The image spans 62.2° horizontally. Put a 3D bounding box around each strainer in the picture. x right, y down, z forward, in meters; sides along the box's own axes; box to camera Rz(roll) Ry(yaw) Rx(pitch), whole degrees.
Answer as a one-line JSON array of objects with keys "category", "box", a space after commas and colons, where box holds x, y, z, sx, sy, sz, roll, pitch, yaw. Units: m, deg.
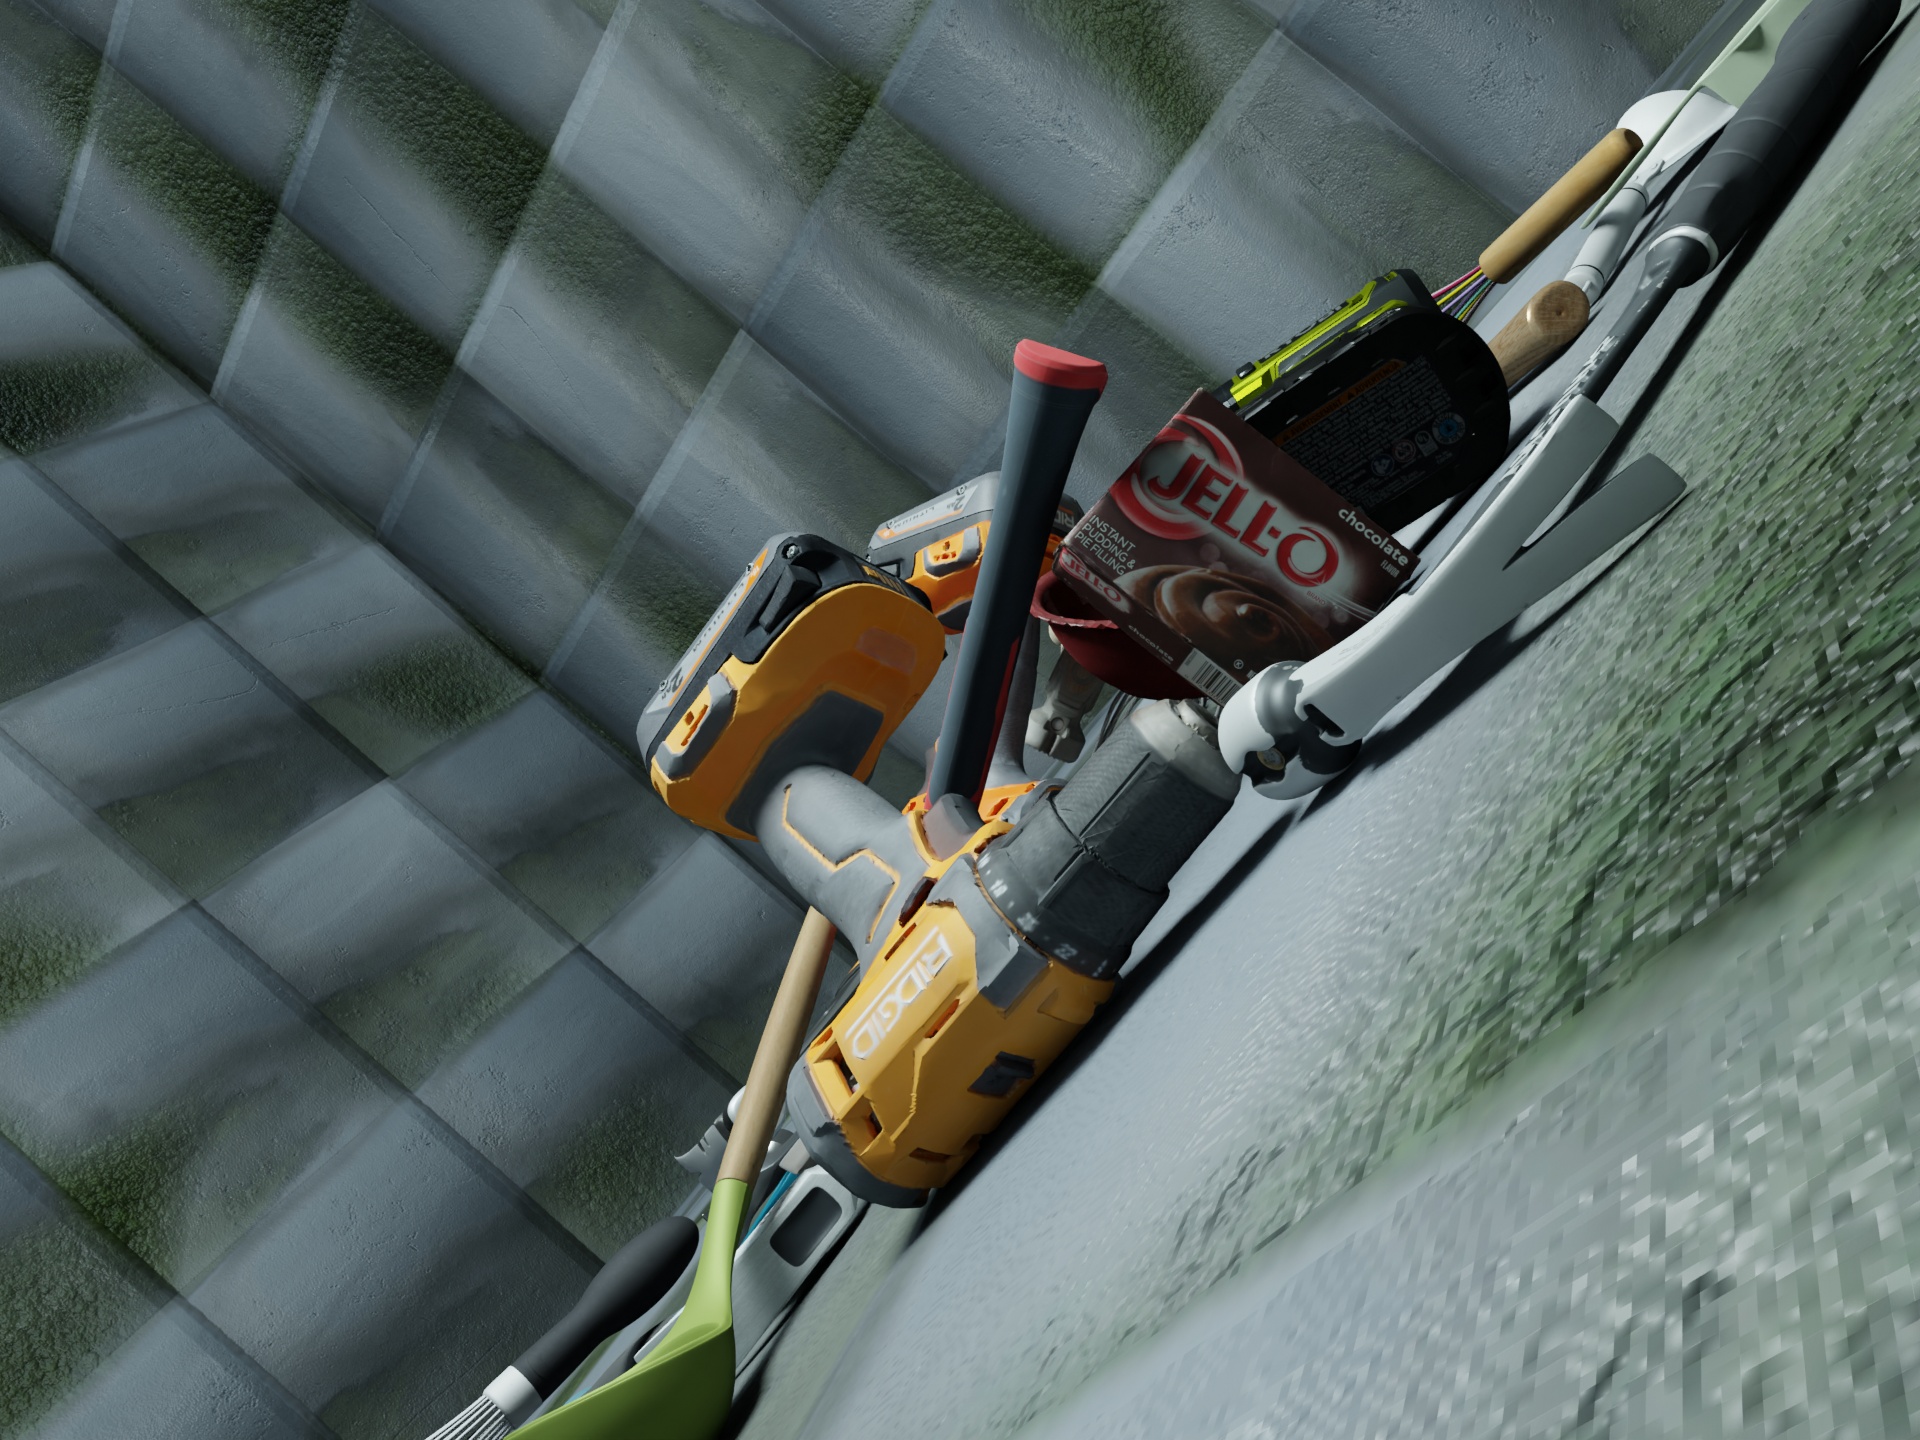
[{"category": "strainer", "box": [0.361, -0.284, 0.854, 0.087, 0.050, 0.258, -29, 18, 51]}]

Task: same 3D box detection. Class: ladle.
[{"category": "ladle", "box": [-0.091, 0.157, 0.627, 0.078, 0.062, 0.320, -36, 21, 28]}]

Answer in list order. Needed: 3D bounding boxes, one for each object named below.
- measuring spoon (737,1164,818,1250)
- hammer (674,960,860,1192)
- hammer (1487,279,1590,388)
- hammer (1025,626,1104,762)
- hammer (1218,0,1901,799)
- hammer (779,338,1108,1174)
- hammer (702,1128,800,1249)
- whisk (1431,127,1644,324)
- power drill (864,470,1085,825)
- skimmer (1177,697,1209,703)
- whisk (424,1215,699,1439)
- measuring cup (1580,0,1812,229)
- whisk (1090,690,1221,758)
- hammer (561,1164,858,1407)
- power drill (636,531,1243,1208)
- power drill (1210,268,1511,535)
[{"category": "measuring spoon", "box": [-0.106, 0.280, 0.823, 0.128, 0.021, 0.042, -58, -1, -4]}, {"category": "hammer", "box": [-0.050, 0.151, 0.989, 0.337, 0.034, 0.127, -47, -2, -39]}, {"category": "hammer", "box": [0.258, -0.158, 0.903, 0.130, 0.031, 0.331, -49, -2, -13]}, {"category": "hammer", "box": [0.088, -0.073, 1.071, 0.411, 0.038, 0.146, -70, 6, -82]}, {"category": "hammer", "box": [0.221, -0.140, 0.495, 0.409, 0.036, 0.149, -48, -2, -31]}, {"category": "hammer", "box": [-0.006, 0.029, 0.684, 0.143, 0.038, 0.386, -46, -26, -56]}, {"category": "hammer", "box": [-0.022, 0.172, 0.985, 0.405, 0.035, 0.144, -50, -3, 15]}, {"category": "whisk", "box": [0.278, -0.236, 0.880, 0.245, 0.047, 0.051, -45, 20, 55]}, {"category": "power drill", "box": [-0.001, -0.003, 0.861, 0.164, 0.084, 0.227, -19, 64, 45]}, {"category": "skimmer", "box": [0.088, 0.005, 1.072, 0.363, 0.090, 0.127, -51, 0, 41]}, {"category": "whisk", "box": [-0.218, 0.317, 0.684, 0.284, 0.070, 0.070, -39, -8, -34]}, {"category": "measuring cup", "box": [0.348, -0.276, 0.723, 0.083, 0.038, 0.167, -48, -5, -35]}, {"category": "whisk", "box": [0.061, 0.065, 0.870, 0.246, 0.059, 0.057, -53, -38, -8]}, {"category": "hammer", "box": [-0.130, 0.285, 0.730, 0.128, 0.033, 0.331, -46, -5, -46]}, {"category": "power drill", "box": [-0.015, 0.023, 0.551, 0.084, 0.226, 0.185, 24, -69, -42]}, {"category": "power drill", "box": [0.165, -0.140, 0.758, 0.171, 0.080, 0.223, -33, 12, 15]}]
